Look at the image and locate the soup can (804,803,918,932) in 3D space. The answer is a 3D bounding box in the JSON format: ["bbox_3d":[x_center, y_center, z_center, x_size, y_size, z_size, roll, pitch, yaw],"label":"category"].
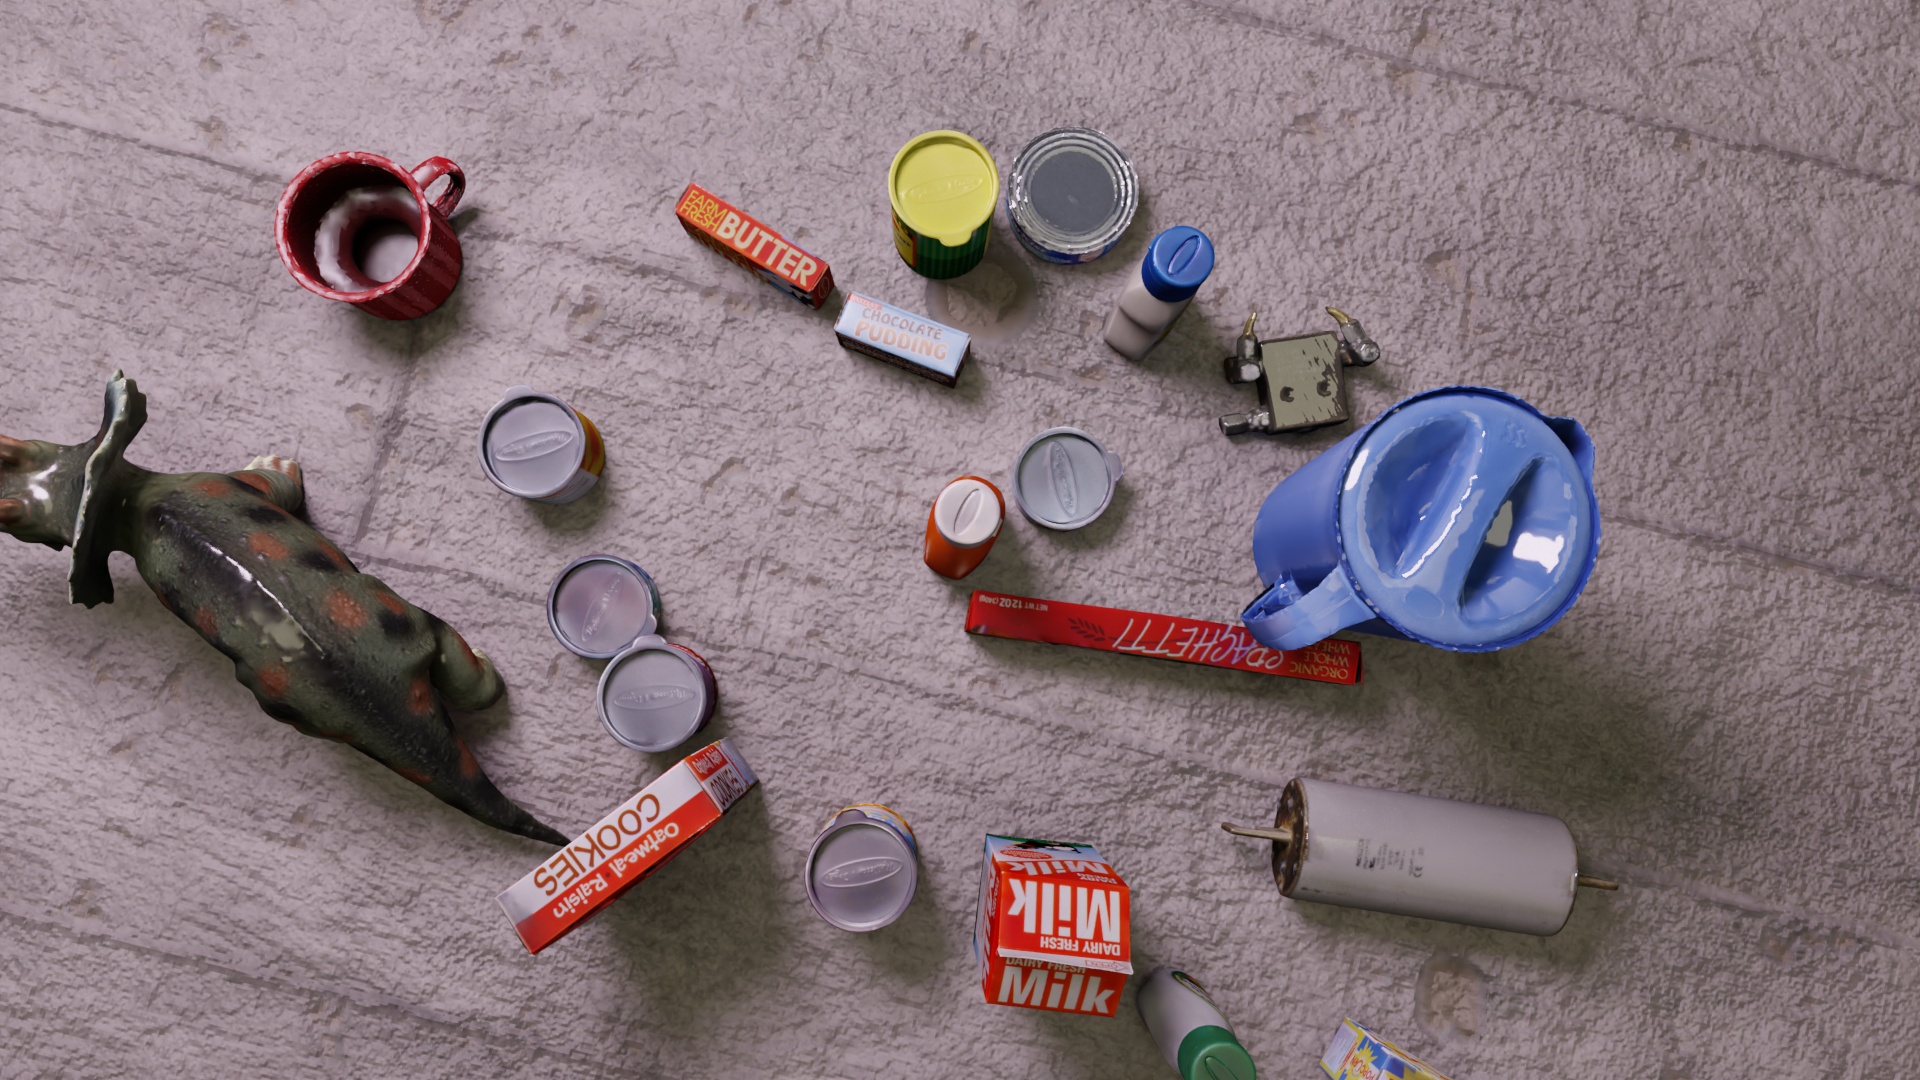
[{"bbox_3d":[-0.059,0.195,0.849,0.071,0.083,0.071,0,86,-2],"label":"soup can"}]

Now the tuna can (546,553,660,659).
[{"bbox_3d":[-0.223,0.043,0.882,0.071,0.033,0.071,0,85,-2],"label":"tuna can"}]

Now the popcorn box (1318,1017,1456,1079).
[{"bbox_3d":[0.293,0.348,0.847,0.127,0.085,0.038,30,86,1],"label":"popcorn box"}]

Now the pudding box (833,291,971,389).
[{"bbox_3d":[-0.036,-0.129,0.894,0.084,0.049,0.030,21,85,0],"label":"pudding box"}]

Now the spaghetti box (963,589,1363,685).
[{"bbox_3d":[0.128,0.062,0.883,0.250,0.050,0.028,8,86,-1],"label":"spaghetti box"}]

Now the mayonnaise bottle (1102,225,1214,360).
[{"bbox_3d":[0.123,-0.154,0.852,0.041,0.148,0.065,36,86,1],"label":"mayonnaise bottle"}]

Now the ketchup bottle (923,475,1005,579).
[{"bbox_3d":[0.003,-0.010,0.836,0.043,0.148,0.065,25,86,0],"label":"ketchup bottle"}]

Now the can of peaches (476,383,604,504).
[{"bbox_3d":[-0.264,-0.059,0.877,0.071,0.058,0.071,0,86,-2],"label":"can of peaches"}]

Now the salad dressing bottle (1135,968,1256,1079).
[{"bbox_3d":[0.139,0.293,0.816,0.044,0.147,0.064,-43,88,-4],"label":"salad dressing bottle"}]

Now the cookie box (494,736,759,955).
[{"bbox_3d":[-0.185,0.171,0.805,0.123,0.167,0.040,-37,88,-4],"label":"cookie box"}]

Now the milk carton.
[{"bbox_3d":[0.050,0.221,0.797,0.072,0.190,0.073,7,86,-1],"label":"milk carton"}]

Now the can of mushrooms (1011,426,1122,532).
[{"bbox_3d":[0.068,-0.039,0.898,0.071,0.033,0.071,0,85,-2],"label":"can of mushrooms"}]

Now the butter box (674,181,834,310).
[{"bbox_3d":[-0.132,-0.188,0.894,0.103,0.053,0.024,31,86,1],"label":"butter box"}]

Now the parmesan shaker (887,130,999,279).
[{"bbox_3d":[-0.011,-0.205,0.874,0.071,0.103,0.071,0,86,-2],"label":"parmesan shaker"}]

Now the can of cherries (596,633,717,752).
[{"bbox_3d":[-0.187,0.094,0.866,0.071,0.058,0.071,0,86,-2],"label":"can of cherries"}]
